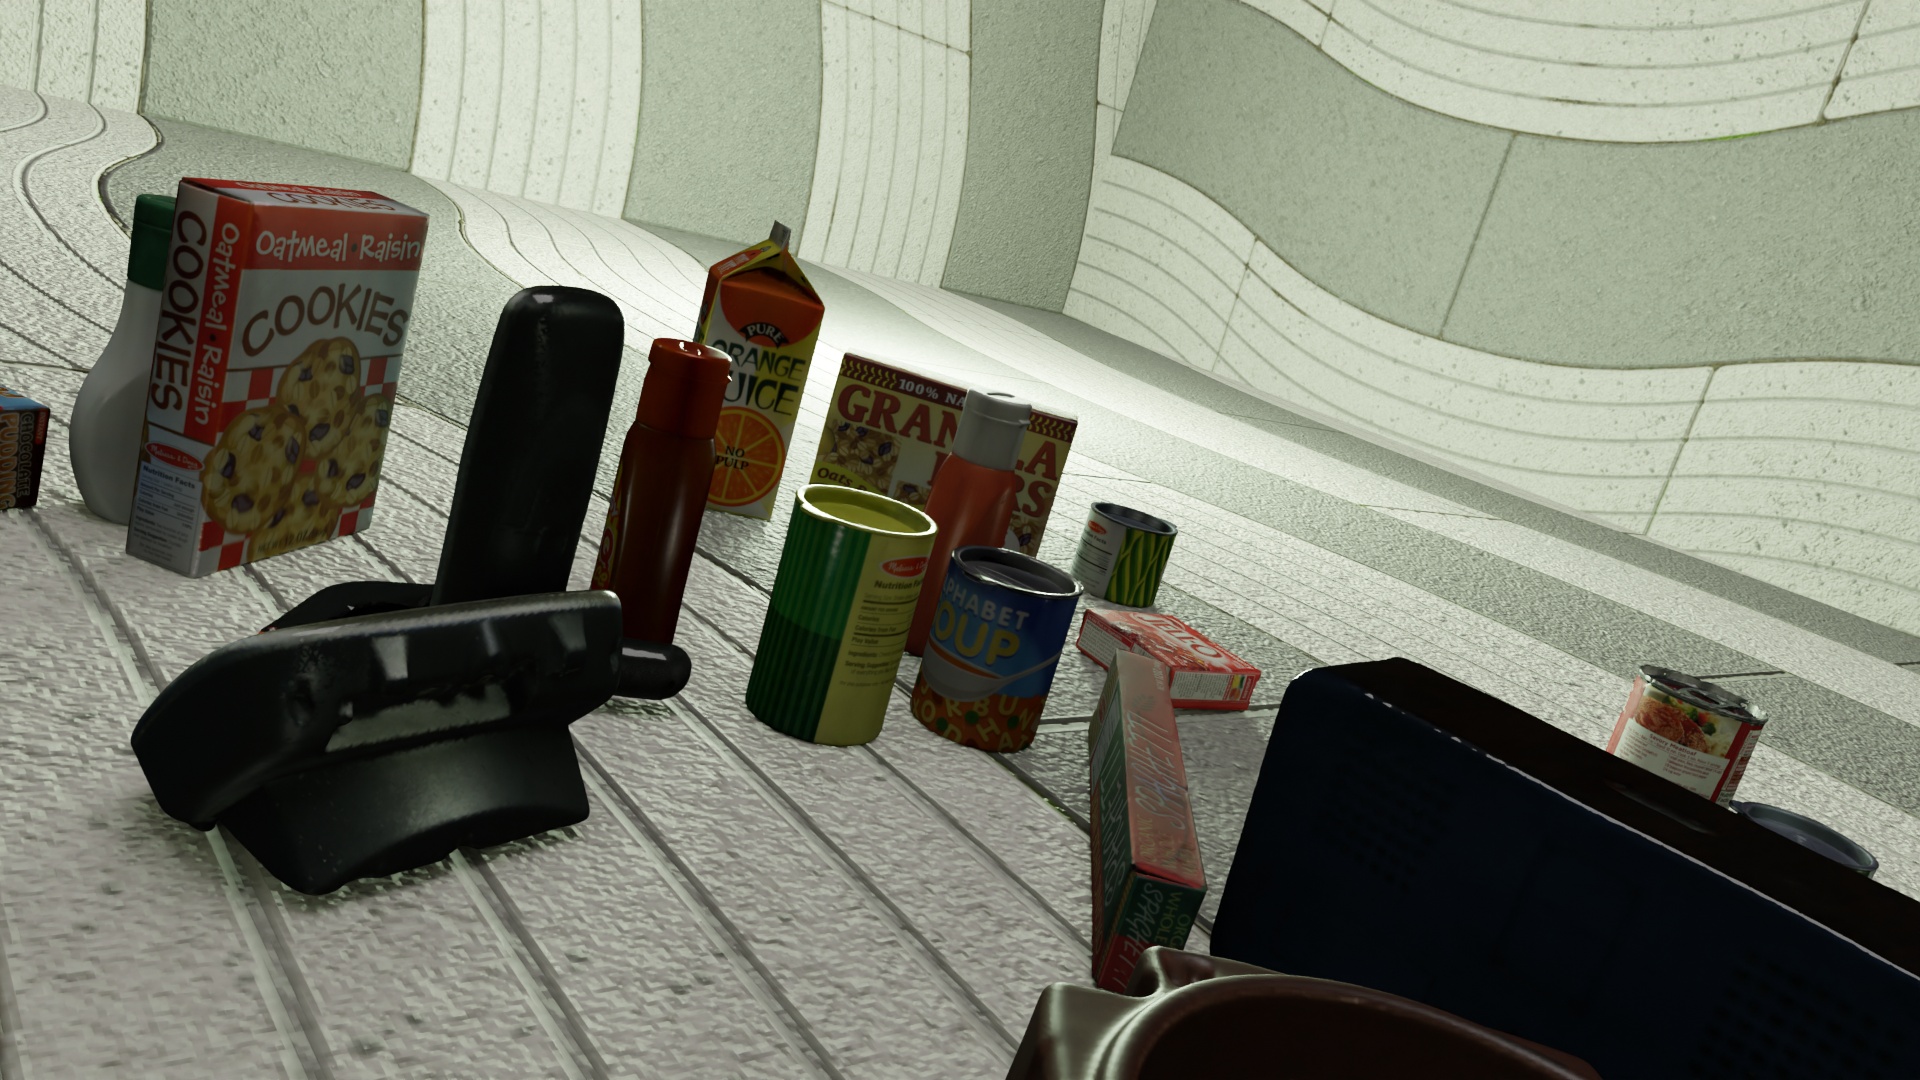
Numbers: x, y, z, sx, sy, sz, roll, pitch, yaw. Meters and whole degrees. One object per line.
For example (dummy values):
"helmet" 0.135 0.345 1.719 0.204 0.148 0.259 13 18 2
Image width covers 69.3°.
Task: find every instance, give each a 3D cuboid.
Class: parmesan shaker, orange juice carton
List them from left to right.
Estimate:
"orange juice carton" -0.143 -0.119 0.932 0.073 0.192 0.072 12 14 -18
"parmesan shaker" -0.057 0.034 0.632 0.071 0.102 0.071 16 14 -4

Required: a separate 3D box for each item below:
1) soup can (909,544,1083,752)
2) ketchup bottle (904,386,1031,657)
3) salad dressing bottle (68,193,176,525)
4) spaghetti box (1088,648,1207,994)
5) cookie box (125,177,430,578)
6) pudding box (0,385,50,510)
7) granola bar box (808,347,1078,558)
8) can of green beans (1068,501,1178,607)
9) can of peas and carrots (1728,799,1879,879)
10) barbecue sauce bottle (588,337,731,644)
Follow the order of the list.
"soup can" 0.015 0.052 0.681 0.071 0.083 0.071 16 14 -4
"ketchup bottle" 0.003 -0.010 0.771 0.043 0.148 0.065 23 15 25
"salad dressing bottle" -0.365 -0.081 0.635 0.064 0.147 0.044 3 19 -44
"spaghetti box" 0.075 0.110 0.599 0.029 0.050 0.251 17 14 1
"cookie box" -0.312 -0.078 0.641 0.040 0.167 0.123 19 14 9
"pudding box" -0.450 -0.050 0.618 0.084 0.049 0.030 21 14 17
"granola bar box" -0.015 -0.049 0.951 0.166 0.124 0.039 16 14 0
"can of green beans" 0.118 0.010 1.010 0.071 0.057 0.071 15 14 -4
"can of peas and carrots" 0.425 0.176 0.720 0.071 0.058 0.071 15 14 -4
"barbecue sauce bottle" -0.140 -0.018 0.643 0.044 0.148 0.065 12 14 -18
